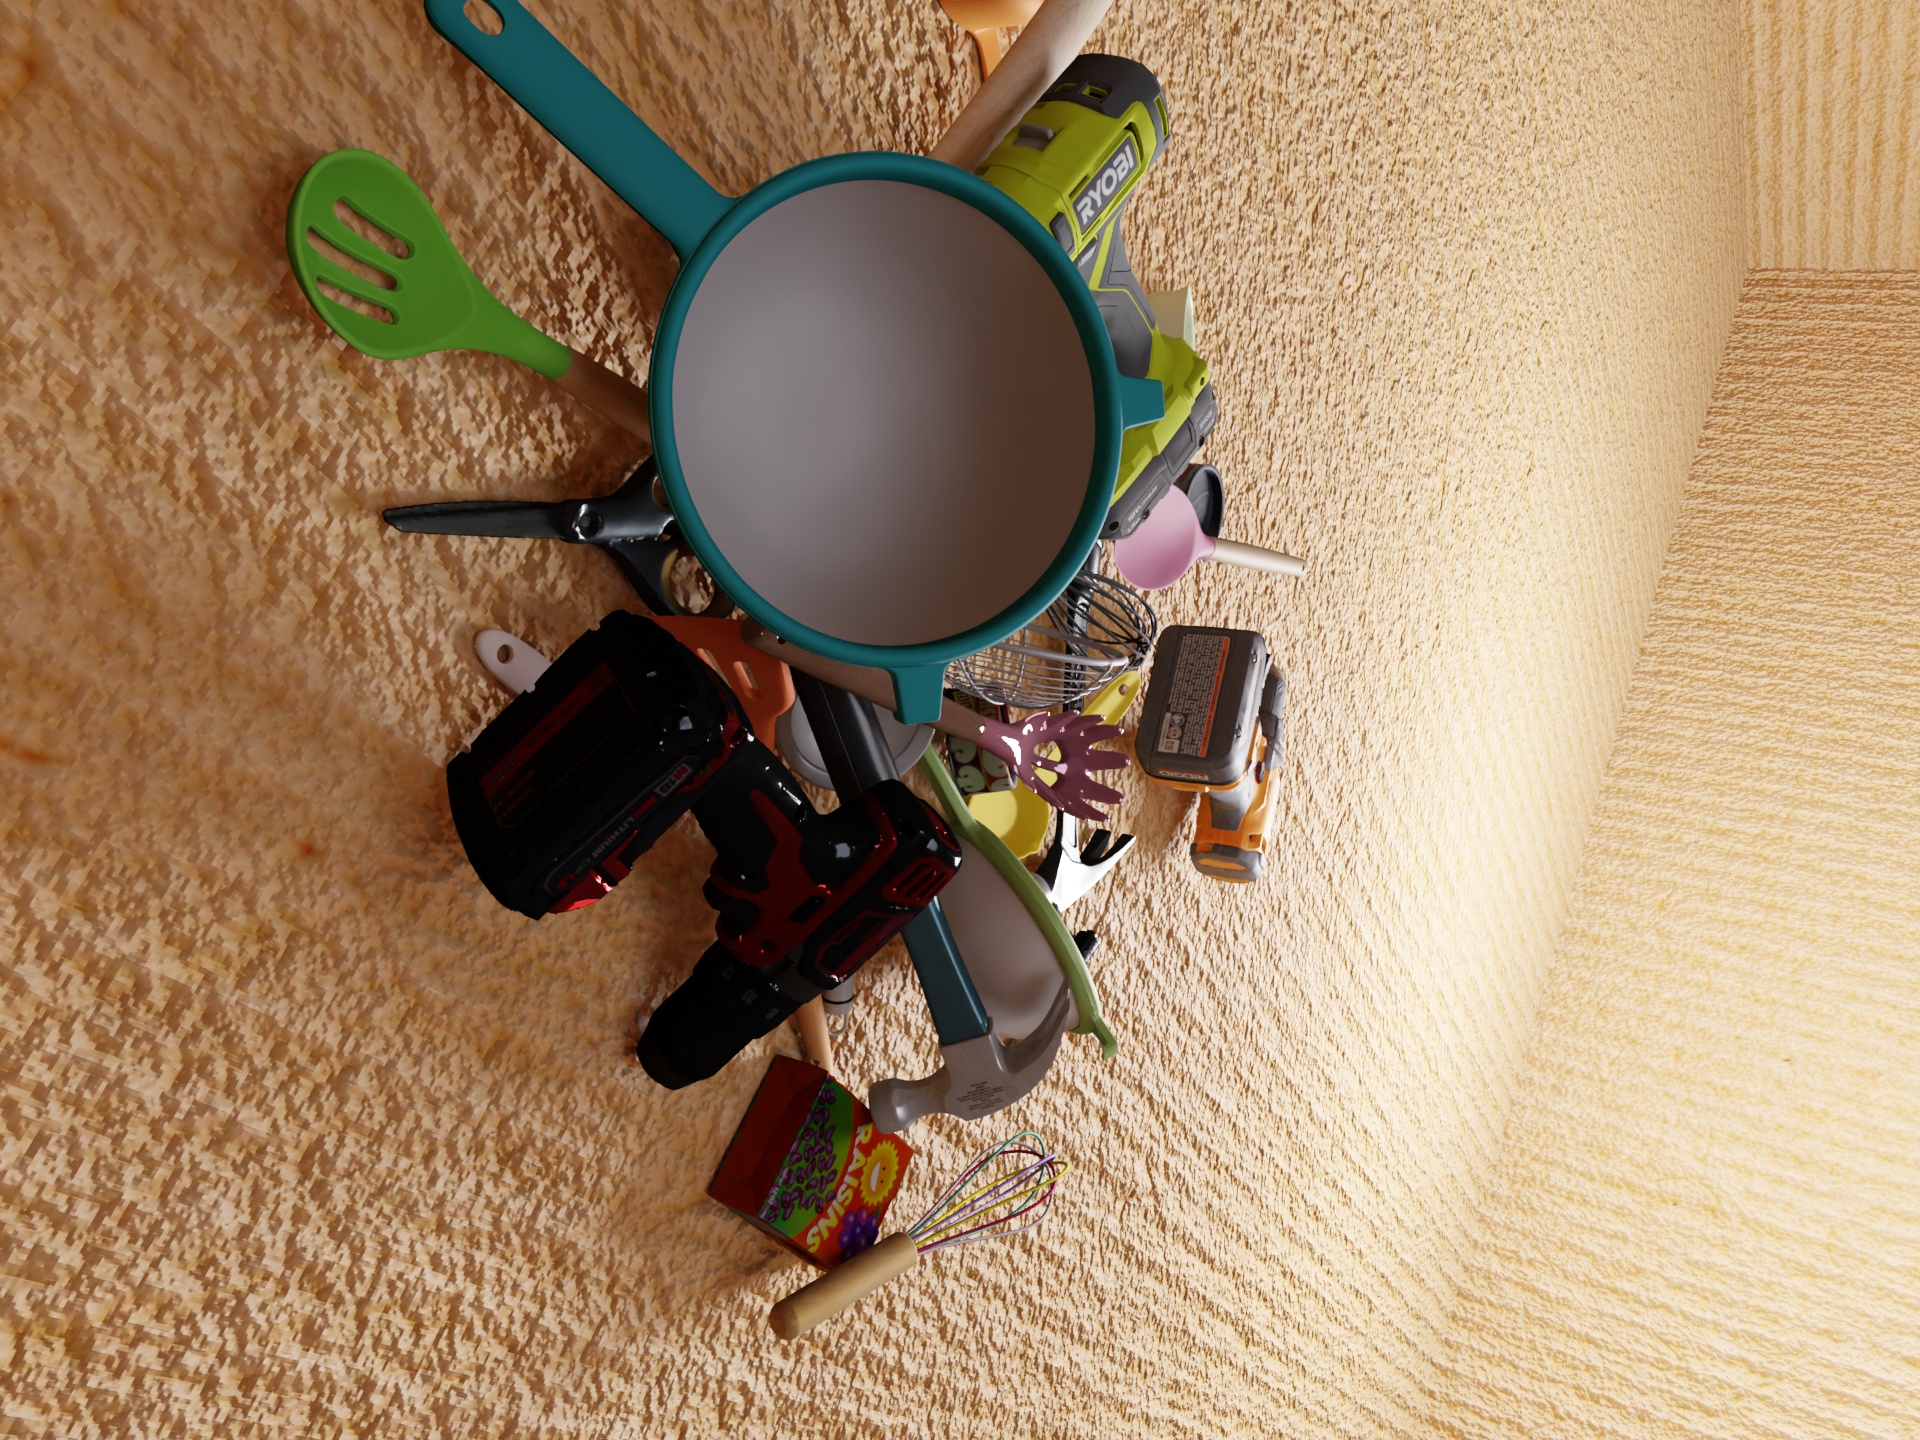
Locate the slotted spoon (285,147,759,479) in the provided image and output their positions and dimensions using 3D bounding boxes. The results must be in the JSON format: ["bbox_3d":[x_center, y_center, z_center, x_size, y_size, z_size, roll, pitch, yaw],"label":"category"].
[{"bbox_3d":[-0.150,-0.136,0.664,0.313,0.031,0.070,26,70,-54],"label":"slotted spoon"}]

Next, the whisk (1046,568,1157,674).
[{"bbox_3d":[0.040,-0.091,0.940,0.238,0.055,0.055,33,71,-39],"label":"whisk"}]

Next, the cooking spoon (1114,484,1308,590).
[{"bbox_3d":[0.178,-0.117,1.093,0.318,0.017,0.069,0,101,-58],"label":"cooking spoon"}]

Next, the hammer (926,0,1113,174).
[{"bbox_3d":[0.050,-0.349,0.833,0.411,0.038,0.146,-58,148,-9],"label":"hammer"}]

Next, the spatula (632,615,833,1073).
[{"bbox_3d":[-0.098,0.073,0.806,0.041,0.081,0.322,-68,156,-51],"label":"spatula"}]

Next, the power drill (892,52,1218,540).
[{"bbox_3d":[0.054,-0.203,0.843,0.190,0.080,0.228,-53,145,-19],"label":"power drill"}]

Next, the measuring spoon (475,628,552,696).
[{"bbox_3d":[-0.167,-0.006,0.699,0.124,0.018,0.034,46,61,-51],"label":"measuring spoon"}]

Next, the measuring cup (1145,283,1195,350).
[{"bbox_3d":[0.139,-0.257,1.078,0.168,0.038,0.083,-62,151,-67],"label":"measuring cup"}]

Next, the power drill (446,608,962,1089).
[{"bbox_3d":[-0.121,0.073,0.709,0.188,0.080,0.226,-43,139,5],"label":"power drill"}]

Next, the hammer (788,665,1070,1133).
[{"bbox_3d":[-0.035,0.072,0.830,0.033,0.128,0.330,-84,156,-65],"label":"hammer"}]

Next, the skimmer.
[{"bbox_3d":[-0.028,-0.131,0.812,0.090,0.127,0.362,-47,130,-16],"label":"skimmer"}]

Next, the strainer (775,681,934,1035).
[{"bbox_3d":[-0.062,0.059,0.863,0.087,0.050,0.258,-1,111,-17],"label":"strainer"}]

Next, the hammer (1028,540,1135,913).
[{"bbox_3d":[0.082,-0.074,1.052,0.149,0.036,0.409,-15,112,-56],"label":"hammer"}]

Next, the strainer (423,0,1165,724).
[{"bbox_3d":[-0.087,-0.169,0.671,0.340,0.095,0.211,41,77,-21],"label":"strainer"}]

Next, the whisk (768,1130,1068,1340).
[{"bbox_3d":[-0.016,0.298,0.927,0.245,0.047,0.051,-13,114,-49],"label":"whisk"}]

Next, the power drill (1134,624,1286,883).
[{"bbox_3d":[0.207,0.005,1.224,0.226,0.084,0.185,53,48,-58],"label":"power drill"}]

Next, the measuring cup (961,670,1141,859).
[{"bbox_3d":[0.057,0.024,1.005,0.156,0.029,0.062,-46,109,-16],"label":"measuring cup"}]

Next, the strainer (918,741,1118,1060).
[{"bbox_3d":[-0.010,0.092,0.919,0.069,0.152,0.256,-33,111,-14],"label":"strainer"}]

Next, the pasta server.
[{"bbox_3d":[-0.001,-0.003,0.794,0.316,0.040,0.060,24,73,-56],"label":"pasta server"}]

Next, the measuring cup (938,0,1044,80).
[{"bbox_3d":[0.034,-0.380,0.865,0.095,0.052,0.173,-46,133,-41],"label":"measuring cup"}]
